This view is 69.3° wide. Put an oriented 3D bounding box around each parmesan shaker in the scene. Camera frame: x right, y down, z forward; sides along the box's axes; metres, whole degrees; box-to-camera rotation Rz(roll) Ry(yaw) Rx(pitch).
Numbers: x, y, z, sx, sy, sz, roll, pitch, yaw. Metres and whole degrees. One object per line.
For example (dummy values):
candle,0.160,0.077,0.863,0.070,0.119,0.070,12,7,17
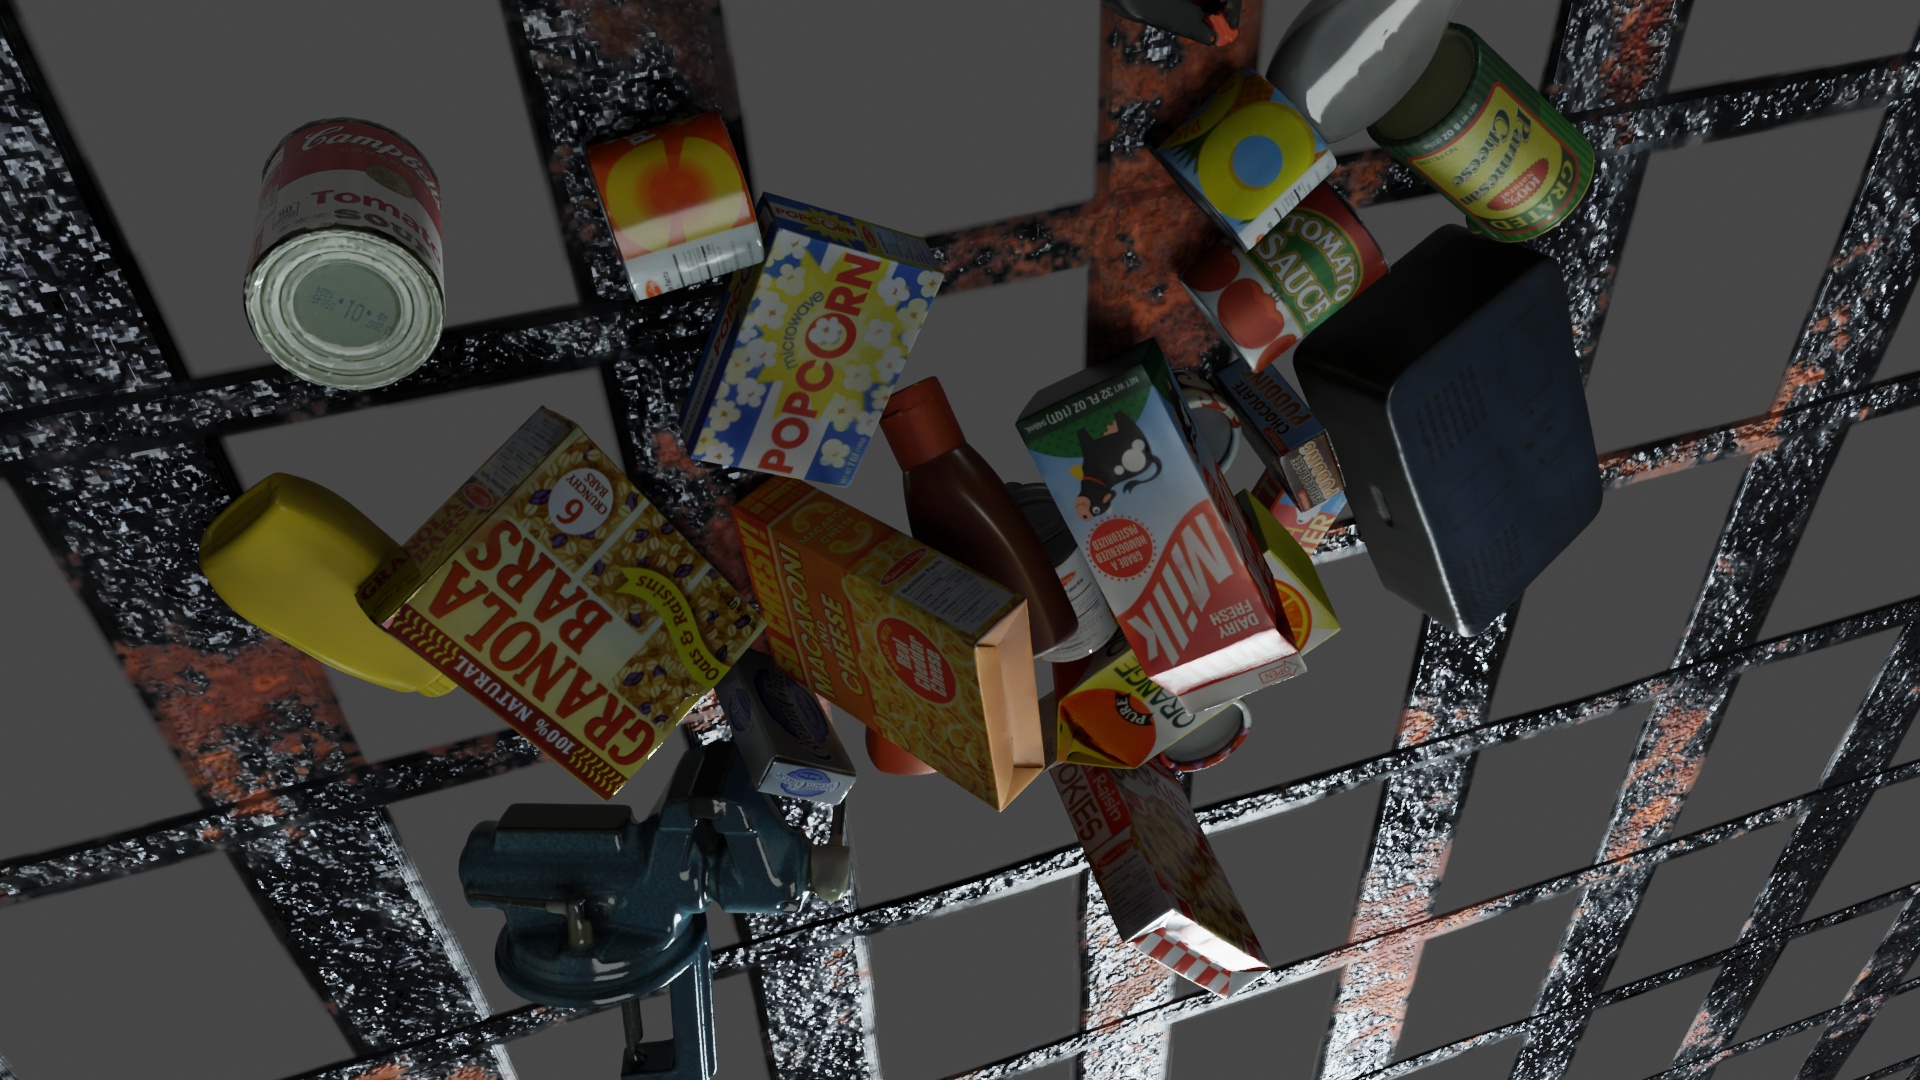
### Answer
parmesan shaker,0.255,-0.199,0.691,0.103,0.071,0.071,23,116,-34

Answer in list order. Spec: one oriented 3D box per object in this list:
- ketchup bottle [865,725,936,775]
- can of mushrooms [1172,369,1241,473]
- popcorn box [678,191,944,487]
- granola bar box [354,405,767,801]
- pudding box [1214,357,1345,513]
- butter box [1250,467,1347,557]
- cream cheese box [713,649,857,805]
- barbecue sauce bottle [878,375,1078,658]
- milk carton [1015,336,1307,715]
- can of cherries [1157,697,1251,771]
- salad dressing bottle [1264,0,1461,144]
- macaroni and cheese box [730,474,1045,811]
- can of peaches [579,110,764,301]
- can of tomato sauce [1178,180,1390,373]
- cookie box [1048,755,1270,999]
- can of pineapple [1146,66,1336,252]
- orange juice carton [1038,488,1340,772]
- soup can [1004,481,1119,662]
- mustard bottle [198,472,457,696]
ketchup bottle,-0.018,0.070,0.806,0.065,0.044,0.148,-6,128,-19
can of mushrooms,0.118,-0.058,0.768,0.071,0.033,0.070,-12,131,-14
popcorn box,-0.073,-0.091,0.658,0.085,0.038,0.126,10,122,-29
granola bar box,-0.187,0.035,0.680,0.124,0.039,0.165,-49,133,-14
pudding box,0.174,-0.061,0.756,0.030,0.084,0.049,-30,133,6
butter box,0.197,-0.013,0.843,0.053,0.024,0.103,10,122,-29
cream cheese box,-0.098,0.099,0.755,0.053,0.104,0.024,20,111,-35
barbecue sauce bottle,0.003,-0.009,0.702,0.064,0.044,0.148,-22,96,37
milk carton,0.107,-0.001,0.716,0.072,0.074,0.190,-24,102,19
can of cherries,0.143,0.107,0.893,0.071,0.058,0.071,-12,130,-14
salad dressing bottle,0.209,-0.254,0.643,0.064,0.044,0.147,35,107,-31
macaroni and cheese box,-0.036,0.049,0.703,0.040,0.167,0.123,-39,140,-31
can of peaches,-0.120,-0.142,0.581,0.058,0.071,0.071,-19,131,-8
can of tomato sauce,0.162,-0.134,0.701,0.083,0.071,0.071,-39,131,11
cookie box,0.119,0.192,0.878,0.040,0.168,0.122,-39,131,15
can of pineapple,0.132,-0.181,0.655,0.057,0.071,0.071,-43,130,13
orange juice carton,0.119,0.064,0.821,0.192,0.072,0.073,-38,114,20
soup can,0.048,0.017,0.777,0.071,0.071,0.083,-28,137,1
mustard bottle,-0.280,0.035,0.665,0.065,0.049,0.159,-38,132,1
